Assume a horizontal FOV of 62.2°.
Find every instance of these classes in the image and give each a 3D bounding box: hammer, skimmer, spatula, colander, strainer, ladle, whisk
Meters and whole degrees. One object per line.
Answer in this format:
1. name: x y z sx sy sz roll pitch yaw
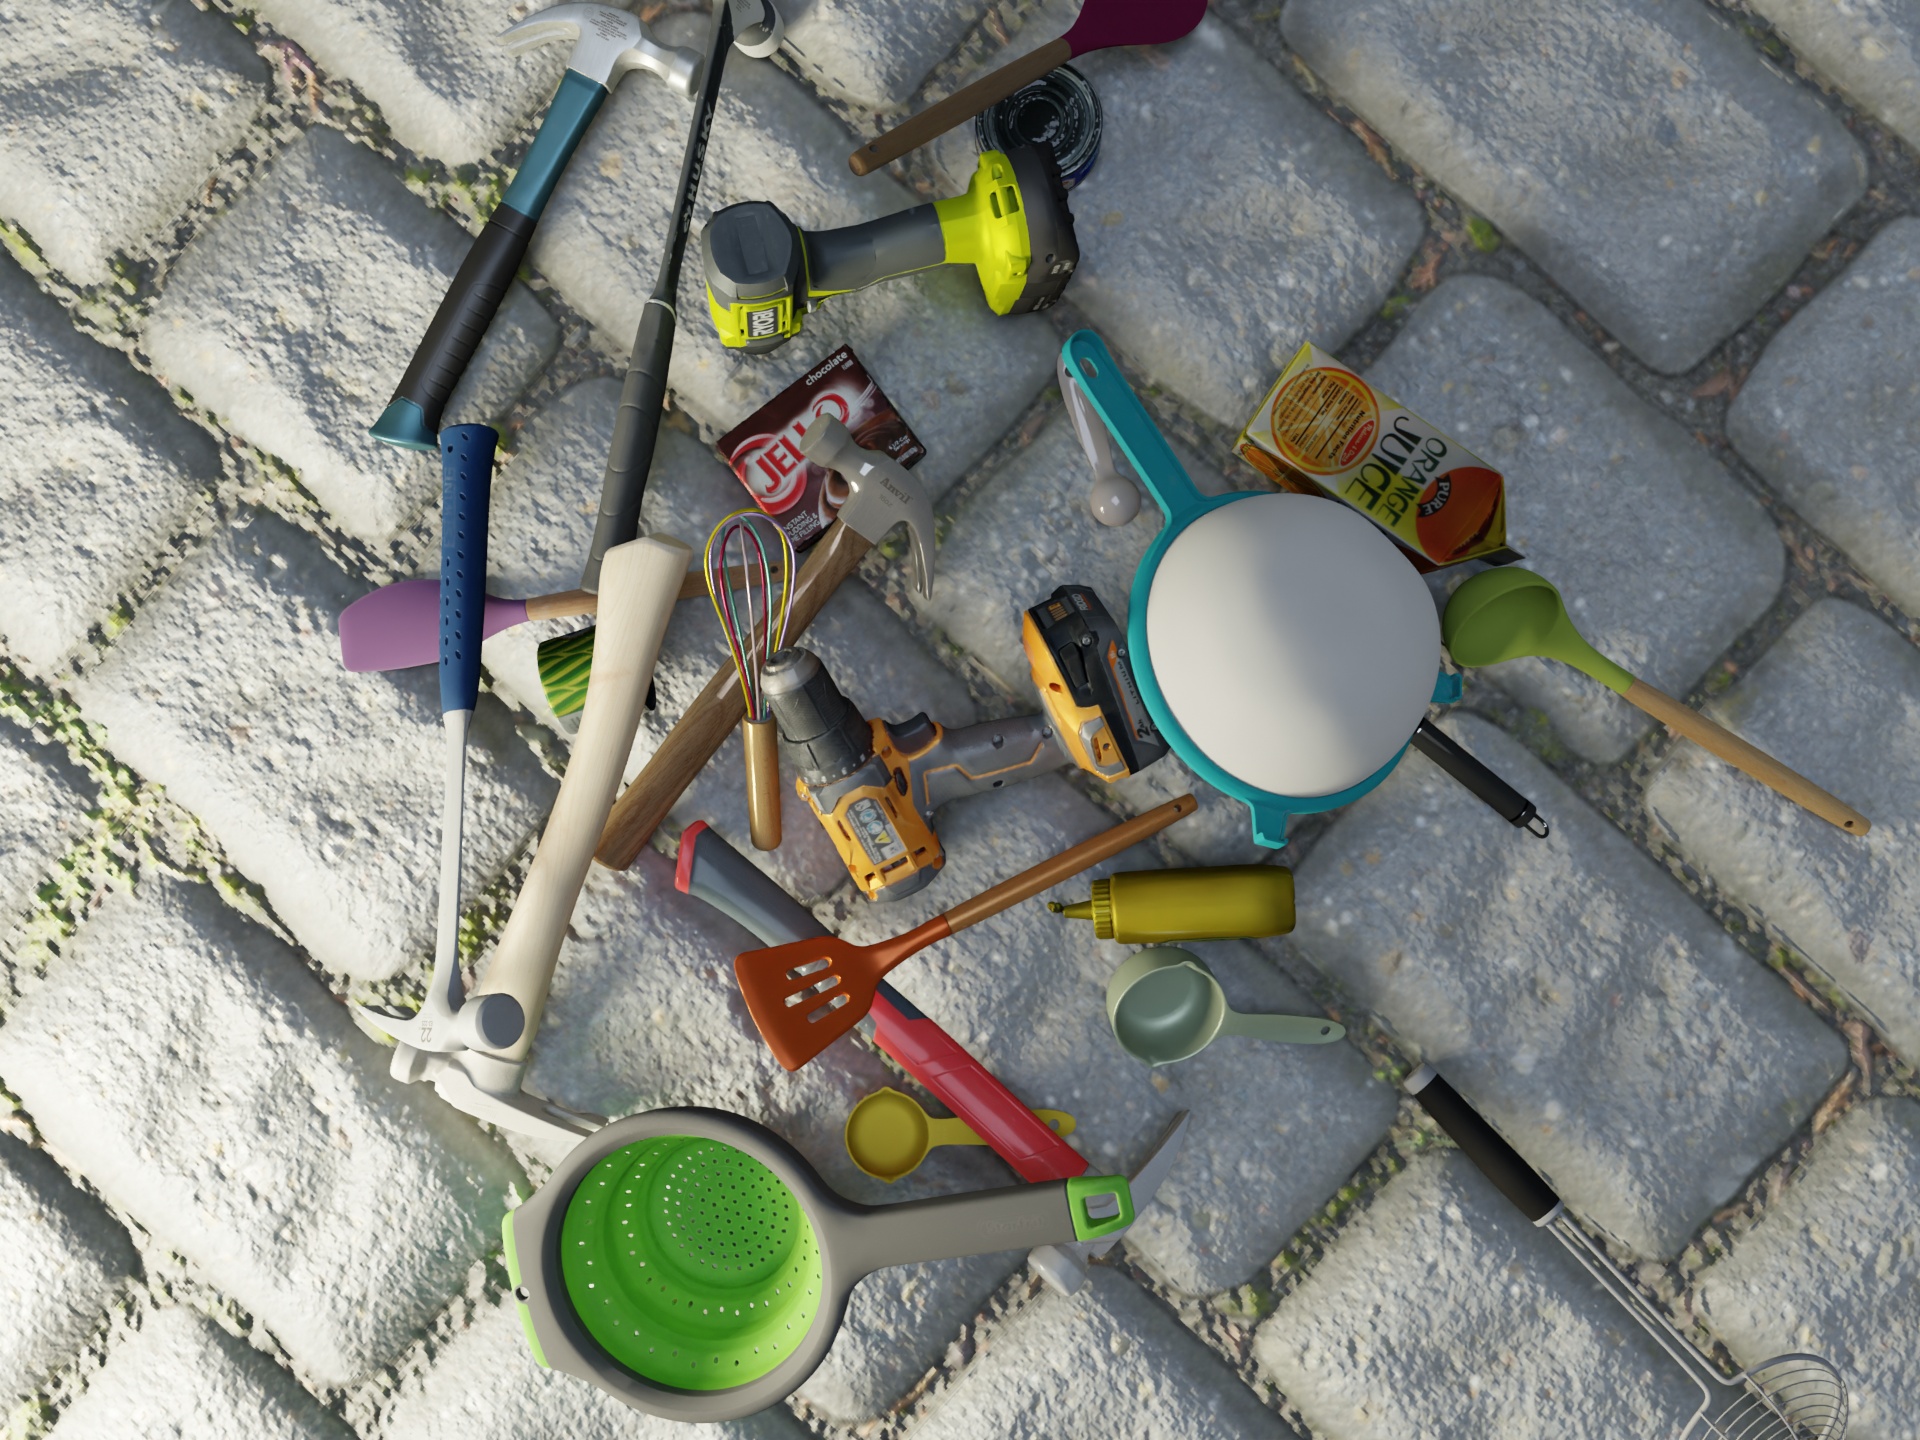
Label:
1. hammer: -0.328 0.007 1.024 0.144 0.035 0.406 -12 74 40
2. skimmer: 0.428 0.367 1.050 0.127 0.090 0.363 -44 79 4
3. hammer: -0.302 -0.328 1.069 0.128 0.033 0.331 28 91 1
4. hammer: -0.136 -0.034 1.047 0.130 0.031 0.331 34 99 -29
5. hammer: -0.030 0.192 1.051 0.386 0.038 0.143 41 71 6
6. spatula: -0.267 -0.081 1.076 0.316 0.018 0.060 -8 83 2
7. colander: -0.085 0.319 1.015 0.397 0.094 0.204 -11 95 9
8. strainer: 0.288 -0.001 1.048 0.258 0.050 0.087 38 51 -4
9. spatula: 0.014 0.121 1.030 0.322 0.041 0.081 -26 79 -9
10. hammer: -0.242 0.079 1.022 0.146 0.038 0.410 21 104 0
11. strainer: 0.179 -0.108 0.963 0.211 0.095 0.340 -34 91 -25
12. ladle: 0.457 -0.003 1.036 0.320 0.062 0.078 31 129 -2
13. whisk: -0.133 -0.021 1.012 0.051 0.047 0.244 20 125 30
14. hammer: -0.189 -0.280 1.023 0.036 0.149 0.409 14 95 8

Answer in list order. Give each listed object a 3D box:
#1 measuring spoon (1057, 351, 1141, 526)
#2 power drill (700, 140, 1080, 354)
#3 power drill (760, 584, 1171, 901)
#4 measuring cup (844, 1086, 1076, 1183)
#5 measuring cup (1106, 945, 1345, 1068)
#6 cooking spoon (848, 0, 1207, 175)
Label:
1. measuring spoon: 0.089 -0.190 1.064 0.034 0.018 0.124 -19 89 2
2. power drill: -0.049 -0.287 1.004 0.223 0.171 0.080 -13 88 -7
3. power drill: -0.002 -0.003 1.009 0.226 0.084 0.185 -27 119 2
4. measuring cup: -0.001 0.275 1.067 0.156 0.029 0.062 -1 76 -11
5. measuring cup: 0.175 0.191 1.056 0.167 0.038 0.083 9 111 -16
6. cooking spoon: 0.047 -0.411 0.998 0.319 0.017 0.069 -39 87 -28
